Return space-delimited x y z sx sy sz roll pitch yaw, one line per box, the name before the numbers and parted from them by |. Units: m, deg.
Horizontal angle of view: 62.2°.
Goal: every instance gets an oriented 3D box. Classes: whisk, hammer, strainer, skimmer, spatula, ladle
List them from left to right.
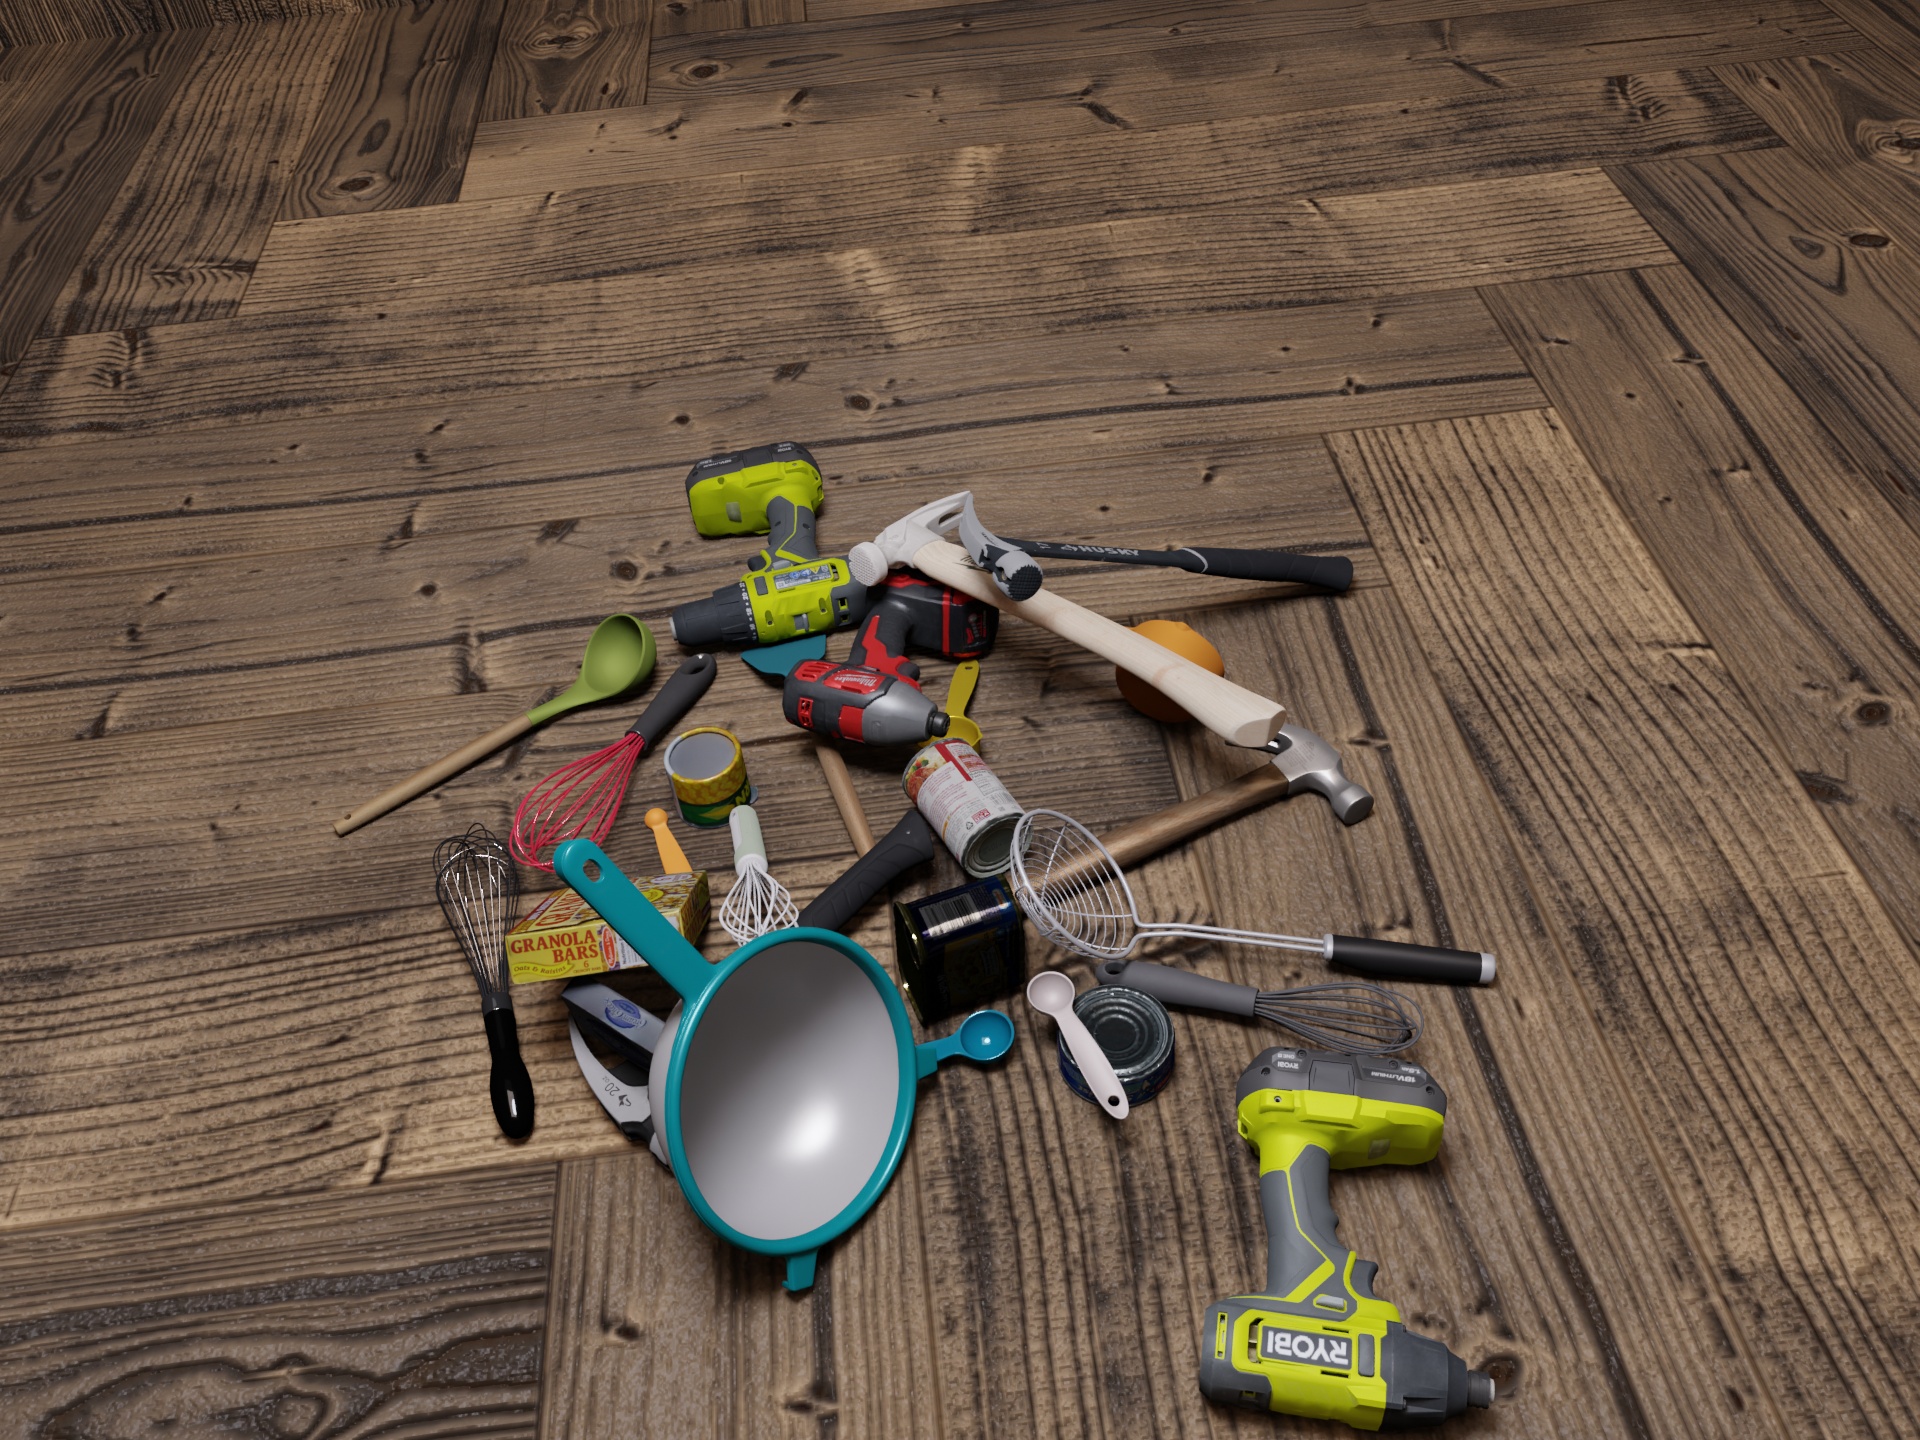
whisk | -0.358 0.193 1.215 0.070 0.070 0.285 -16 50 -11
ladle | -0.409 0.005 1.405 0.320 0.062 0.078 -33 51 -22
whisk | -0.290 0.029 1.372 0.073 0.073 0.296 14 41 18
strainer | -0.169 0.199 1.041 0.095 0.340 0.211 -7 40 45
whisk | -0.161 0.117 1.223 0.059 0.057 0.246 11 15 -15
hammer | -0.144 0.180 1.210 0.146 0.035 0.335 32 59 30
spatula | -0.117 0.024 1.384 0.082 0.044 0.318 -15 51 -12
hammer | 0.099 -0.088 1.346 0.411 0.038 0.146 30 47 31
hammer | 0.161 0.087 1.289 0.331 0.031 0.130 -22 48 -16
hammer | 0.184 -0.143 1.405 0.408 0.036 0.149 1 30 -29
skimmer | 0.216 0.139 1.176 0.363 0.090 0.127 7 35 5
whisk | 0.214 0.203 1.160 0.239 0.055 0.055 8 46 19

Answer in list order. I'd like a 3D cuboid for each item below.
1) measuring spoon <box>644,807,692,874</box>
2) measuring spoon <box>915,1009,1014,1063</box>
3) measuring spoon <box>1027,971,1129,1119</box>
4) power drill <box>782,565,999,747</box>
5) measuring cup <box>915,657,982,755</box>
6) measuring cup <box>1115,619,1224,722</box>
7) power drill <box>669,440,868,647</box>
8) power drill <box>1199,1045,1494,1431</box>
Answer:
measuring spoon | -0.238 0.112 1.313 0.021 0.011 0.117 -20 47 -14
measuring spoon | -0.021 0.248 1.160 0.128 0.021 0.042 -18 46 0
measuring spoon | 0.084 0.231 1.119 0.034 0.018 0.124 -21 54 -15
power drill | -0.048 -0.055 1.391 0.143 0.078 0.220 13 38 17
measuring cup | -0.002 -0.004 1.406 0.062 0.029 0.157 2 34 10
measuring cup | 0.140 -0.054 1.382 0.174 0.095 0.052 23 60 15
power drill | -0.197 -0.163 1.539 0.190 0.080 0.229 -13 48 -8
power drill | 0.246 0.329 1.012 0.171 0.080 0.223 4 50 11
